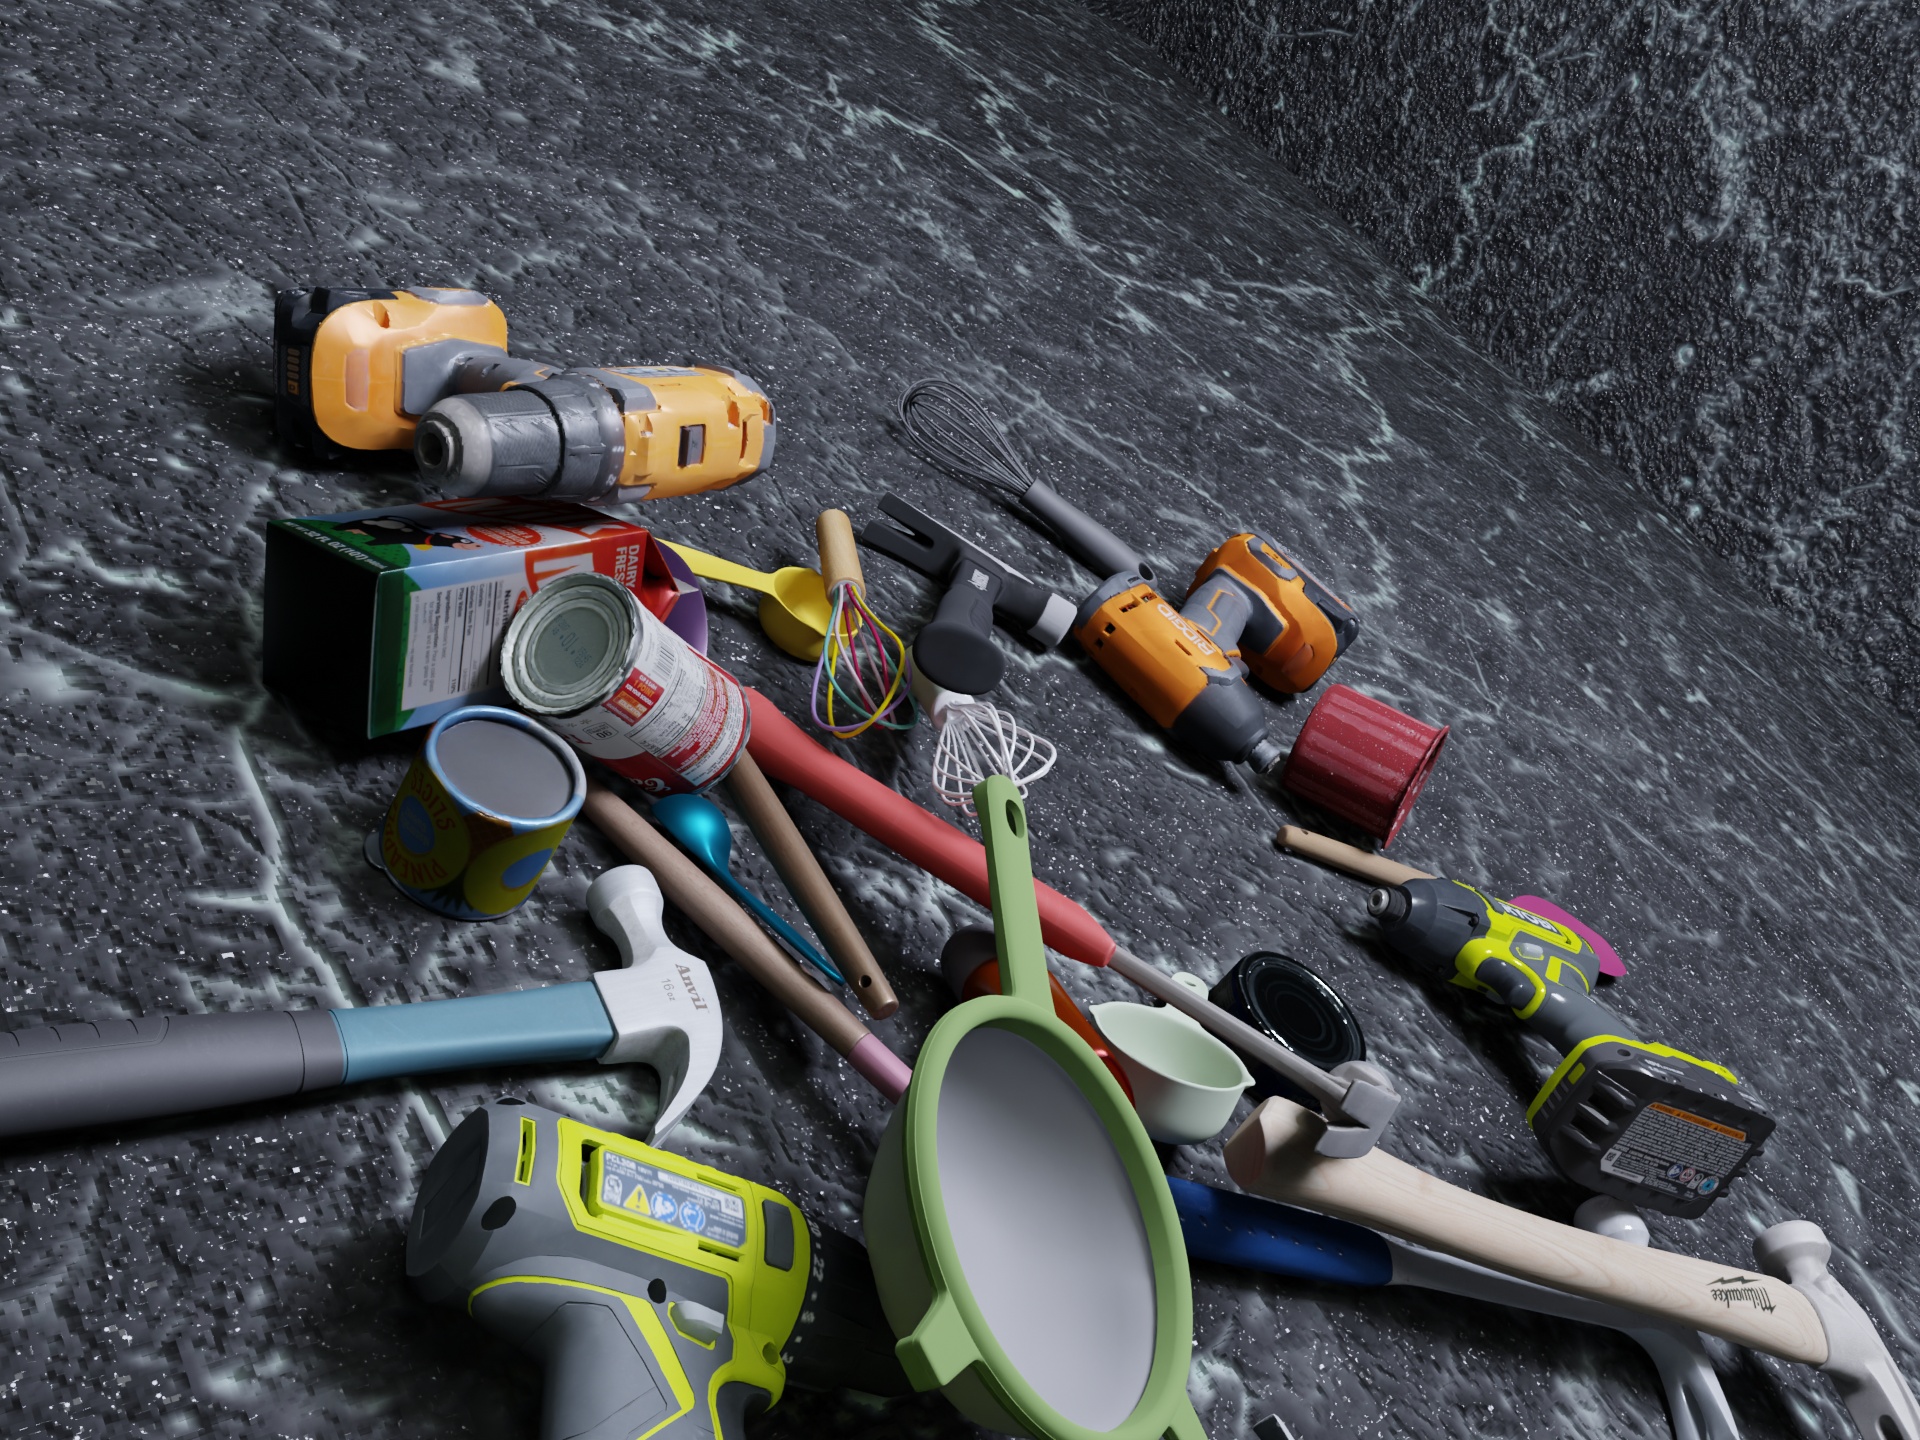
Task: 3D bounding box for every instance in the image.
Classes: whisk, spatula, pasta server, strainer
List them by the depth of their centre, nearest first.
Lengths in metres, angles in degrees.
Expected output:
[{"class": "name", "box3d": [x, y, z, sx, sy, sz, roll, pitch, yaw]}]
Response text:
[{"class": "strainer", "box3d": [0.006, 0.134, 0.567, 0.151, 0.069, 0.257, 37, 34, -39]}, {"class": "pasta server", "box3d": [-0.066, 0.122, 0.655, 0.316, 0.060, 0.040, 39, 68, 19]}, {"class": "spatula", "box3d": [-0.108, 0.013, 0.742, 0.316, 0.060, 0.018, 54, -3, 34]}, {"class": "whisk", "box3d": [-0.001, -0.003, 0.823, 0.059, 0.057, 0.246, -19, 19, -5]}, {"class": "whisk", "box3d": [-0.056, -0.060, 0.844, 0.051, 0.047, 0.245, 9, 28, -15]}, {"class": "whisk", "box3d": [0.052, -0.171, 1.178, 0.239, 0.055, 0.055, 38, 30, -5]}]

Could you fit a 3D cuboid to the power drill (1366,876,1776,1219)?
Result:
[{"class": "power drill", "box3d": [0.345, 0.176, 0.933, 0.171, 0.080, 0.223, 22, 19, -24]}]

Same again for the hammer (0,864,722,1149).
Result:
[{"class": "hammer", "box3d": [-0.223, 0.109, 0.526, 0.330, 0.033, 0.128, 2, 43, -43]}]

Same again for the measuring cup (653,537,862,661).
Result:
[{"class": "measuring cup", "box3d": [-0.129, -0.070, 0.875, 0.156, 0.029, 0.062, 16, 35, -26]}]

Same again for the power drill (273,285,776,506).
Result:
[{"class": "power drill", "box3d": [-0.227, -0.148, 0.743, 0.226, 0.084, 0.185, 19, 22, 28]}]

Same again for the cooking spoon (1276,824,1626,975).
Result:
[{"class": "cooking spoon", "box3d": [0.340, 0.122, 1.086, 0.318, 0.017, 0.069, 20, 29, -26]}]

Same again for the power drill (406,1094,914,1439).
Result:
[{"class": "power drill", "box3d": [-0.072, 0.232, 0.464, 0.190, 0.080, 0.229, 30, 27, -28]}]

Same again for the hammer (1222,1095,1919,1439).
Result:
[{"class": "hammer", "box3d": [0.301, 0.267, 0.759, 0.410, 0.038, 0.146, 22, 34, -21]}]

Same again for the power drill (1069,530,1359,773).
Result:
[{"class": "power drill", "box3d": [0.193, -0.047, 1.115, 0.164, 0.084, 0.226, 46, 36, 15]}]

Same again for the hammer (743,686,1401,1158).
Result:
[{"class": "hammer", "box3d": [0.026, 0.080, 0.704, 0.359, 0.037, 0.149, 30, 0, 22]}]

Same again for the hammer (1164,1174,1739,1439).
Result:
[{"class": "hammer", "box3d": [0.206, 0.259, 0.745, 0.405, 0.035, 0.144, 20, 34, -25]}]

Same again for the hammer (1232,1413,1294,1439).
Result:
[{"class": "hammer", "box3d": [0.043, 0.285, 0.440, 0.408, 0.036, 0.149, 24, 29, -51]}]

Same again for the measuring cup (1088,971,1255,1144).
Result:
[{"class": "measuring cup", "box3d": [0.101, 0.161, 0.783, 0.083, 0.038, 0.167, 23, 11, 10]}]

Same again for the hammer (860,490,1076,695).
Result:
[{"class": "hammer", "box3d": [-0.001, -0.066, 0.890, 0.146, 0.035, 0.335, 31, 12, -4]}]

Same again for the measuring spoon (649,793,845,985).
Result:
[{"class": "measuring spoon", "box3d": [-0.087, 0.069, 0.687, 0.129, 0.021, 0.042, 38, -6, 31]}]
